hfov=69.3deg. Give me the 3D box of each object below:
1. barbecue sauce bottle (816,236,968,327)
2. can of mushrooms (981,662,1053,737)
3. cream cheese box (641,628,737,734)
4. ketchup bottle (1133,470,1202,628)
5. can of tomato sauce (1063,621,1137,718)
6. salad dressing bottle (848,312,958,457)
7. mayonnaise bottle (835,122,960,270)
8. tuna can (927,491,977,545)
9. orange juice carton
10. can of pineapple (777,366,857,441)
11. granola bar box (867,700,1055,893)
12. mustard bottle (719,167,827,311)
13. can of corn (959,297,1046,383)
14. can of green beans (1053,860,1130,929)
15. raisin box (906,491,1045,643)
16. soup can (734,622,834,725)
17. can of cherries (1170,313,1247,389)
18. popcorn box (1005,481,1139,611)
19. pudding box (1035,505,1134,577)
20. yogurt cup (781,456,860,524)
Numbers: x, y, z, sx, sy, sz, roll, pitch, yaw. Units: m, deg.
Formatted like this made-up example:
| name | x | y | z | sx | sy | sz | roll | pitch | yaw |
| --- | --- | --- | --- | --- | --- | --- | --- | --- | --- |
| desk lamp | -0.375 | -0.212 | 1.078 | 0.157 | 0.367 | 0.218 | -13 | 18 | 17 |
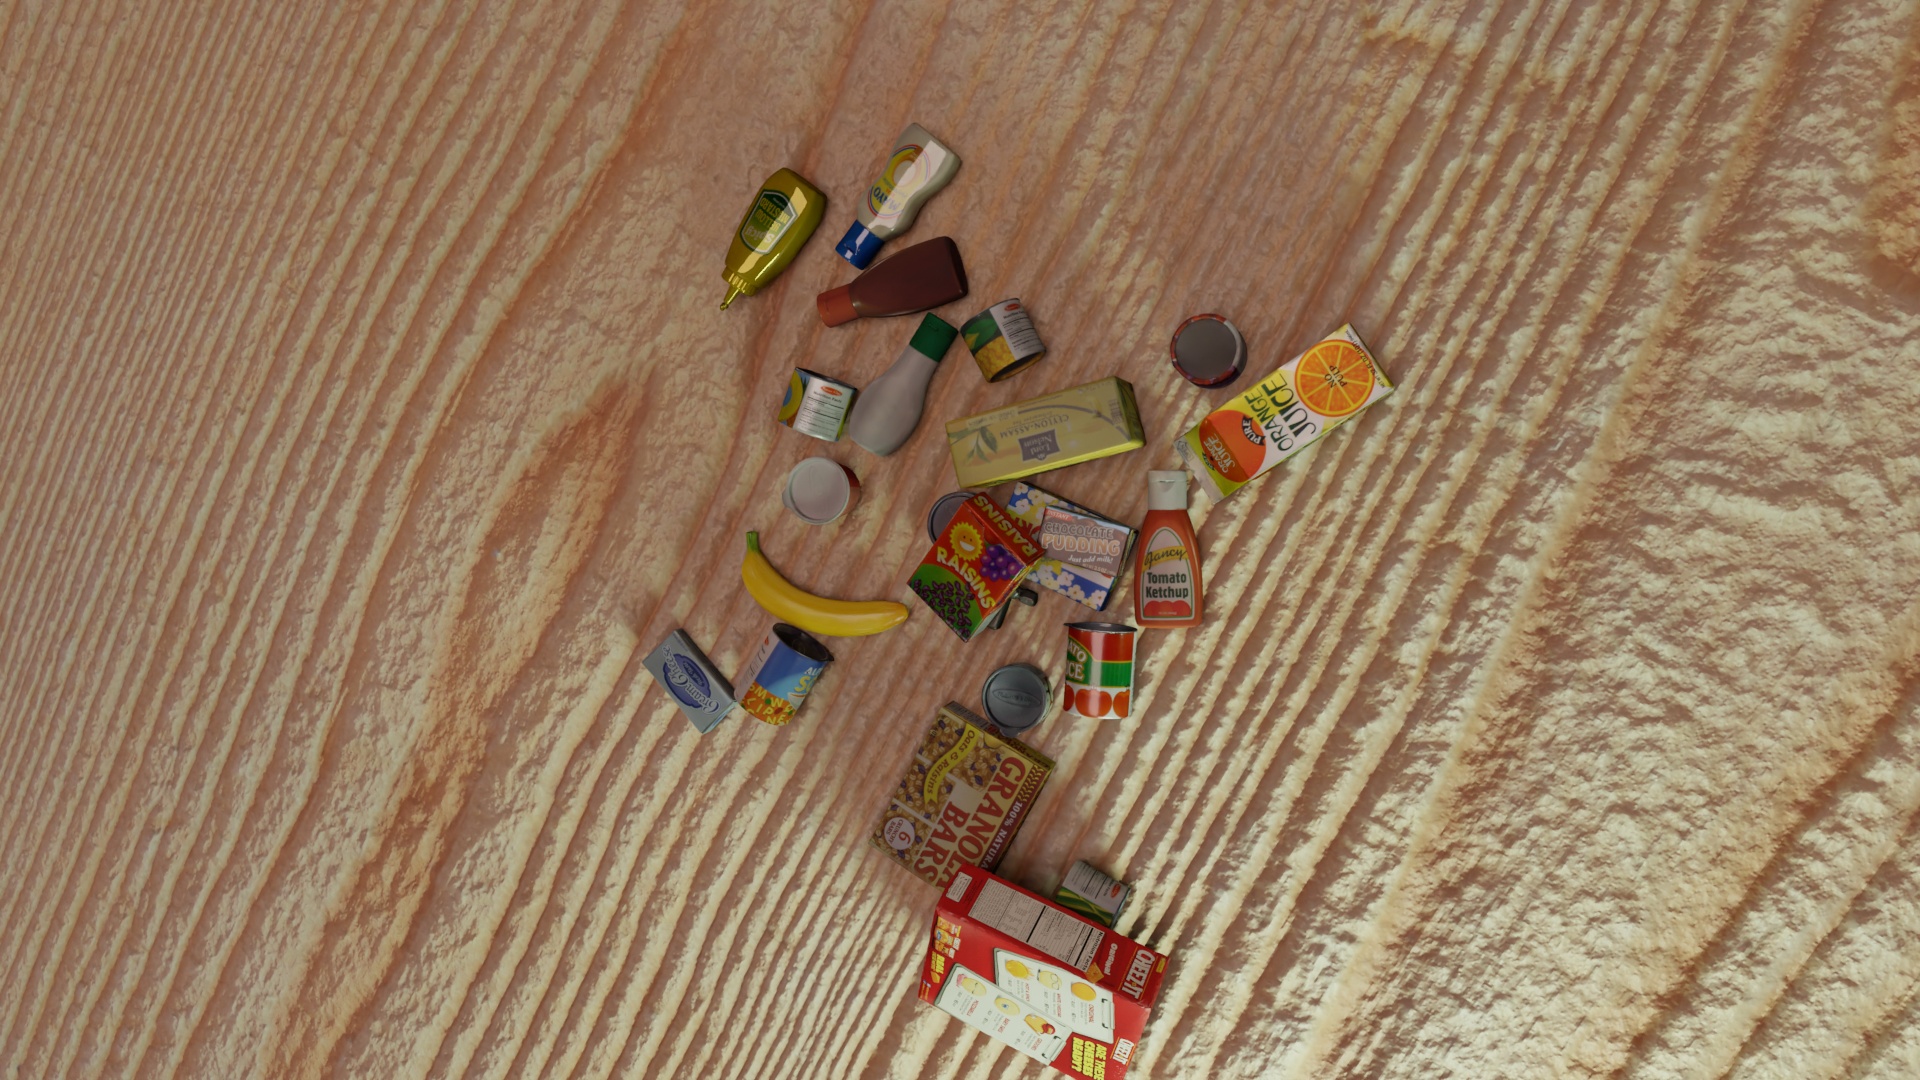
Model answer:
| name | x | y | z | sx | sy | sz | roll | pitch | yaw |
| --- | --- | --- | --- | --- | --- | --- | --- | --- | --- |
| barbecue sauce bottle | -0.070 | -0.251 | 1.383 | 0.148 | 0.044 | 0.065 | -16 | 88 | 17 |
| can of mushrooms | 0.056 | 0.156 | 1.363 | 0.071 | 0.033 | 0.071 | 1 | 92 | 16 |
| cream cheese box | -0.284 | 0.148 | 1.467 | 0.053 | 0.024 | 0.104 | -44 | 80 | 13 |
| ketchup bottle | 0.196 | 0.008 | 1.313 | 0.065 | 0.043 | 0.148 | -1 | 91 | 13 |
| can of tomato sauce | 0.131 | 0.123 | 1.323 | 0.071 | 0.071 | 0.083 | 4 | 94 | 16 |
| salad dressing bottle | -0.055 | -0.155 | 1.382 | 0.064 | 0.044 | 0.147 | 35 | 100 | 14 |
| mayonnaise bottle | -0.067 | -0.338 | 1.380 | 0.065 | 0.041 | 0.148 | 41 | 101 | 10 |
| tuna can | 0.005 | -0.017 | 1.373 | 0.071 | 0.033 | 0.071 | 1 | 92 | 16 |
| orange juice carton | 0.292 | -0.113 | 1.266 | 0.192 | 0.073 | 0.072 | -34 | 83 | 15 |
| can of pineapple | -0.145 | -0.137 | 1.398 | 0.071 | 0.071 | 0.057 | 22 | 98 | 14 |
| granola bar box | 0.000 | 0.262 | 1.380 | 0.124 | 0.039 | 0.165 | 30 | 100 | 13 |
| mustard bottle | -0.201 | -0.299 | 1.417 | 0.065 | 0.049 | 0.160 | 37 | 101 | 14 |
| can of corn | 0.040 | -0.191 | 1.342 | 0.071 | 0.071 | 0.058 | -29 | 84 | 15 |
| can of green beans | 0.123 | 0.349 | 1.332 | 0.058 | 0.071 | 0.071 | 26 | 99 | 14 |
| raisin box | 0.013 | 0.026 | 1.320 | 0.086 | 0.040 | 0.122 | 46 | 129 | 12 |
| soup can | -0.180 | 0.138 | 1.416 | 0.071 | 0.071 | 0.083 | 34 | 101 | 13 |
| can of cherries | 0.228 | -0.174 | 1.290 | 0.071 | 0.058 | 0.071 | 1 | 92 | 16 |
| popcorn box | 0.098 | 0.005 | 1.344 | 0.127 | 0.038 | 0.085 | 25 | 98 | 14 |
| pudding box | 0.116 | 0.000 | 1.302 | 0.084 | 0.030 | 0.049 | 17 | 95 | 15 |
| yogurt cup | -0.135 | -0.051 | 1.402 | 0.072 | 0.054 | 0.072 | 1 | 92 | 16 |
